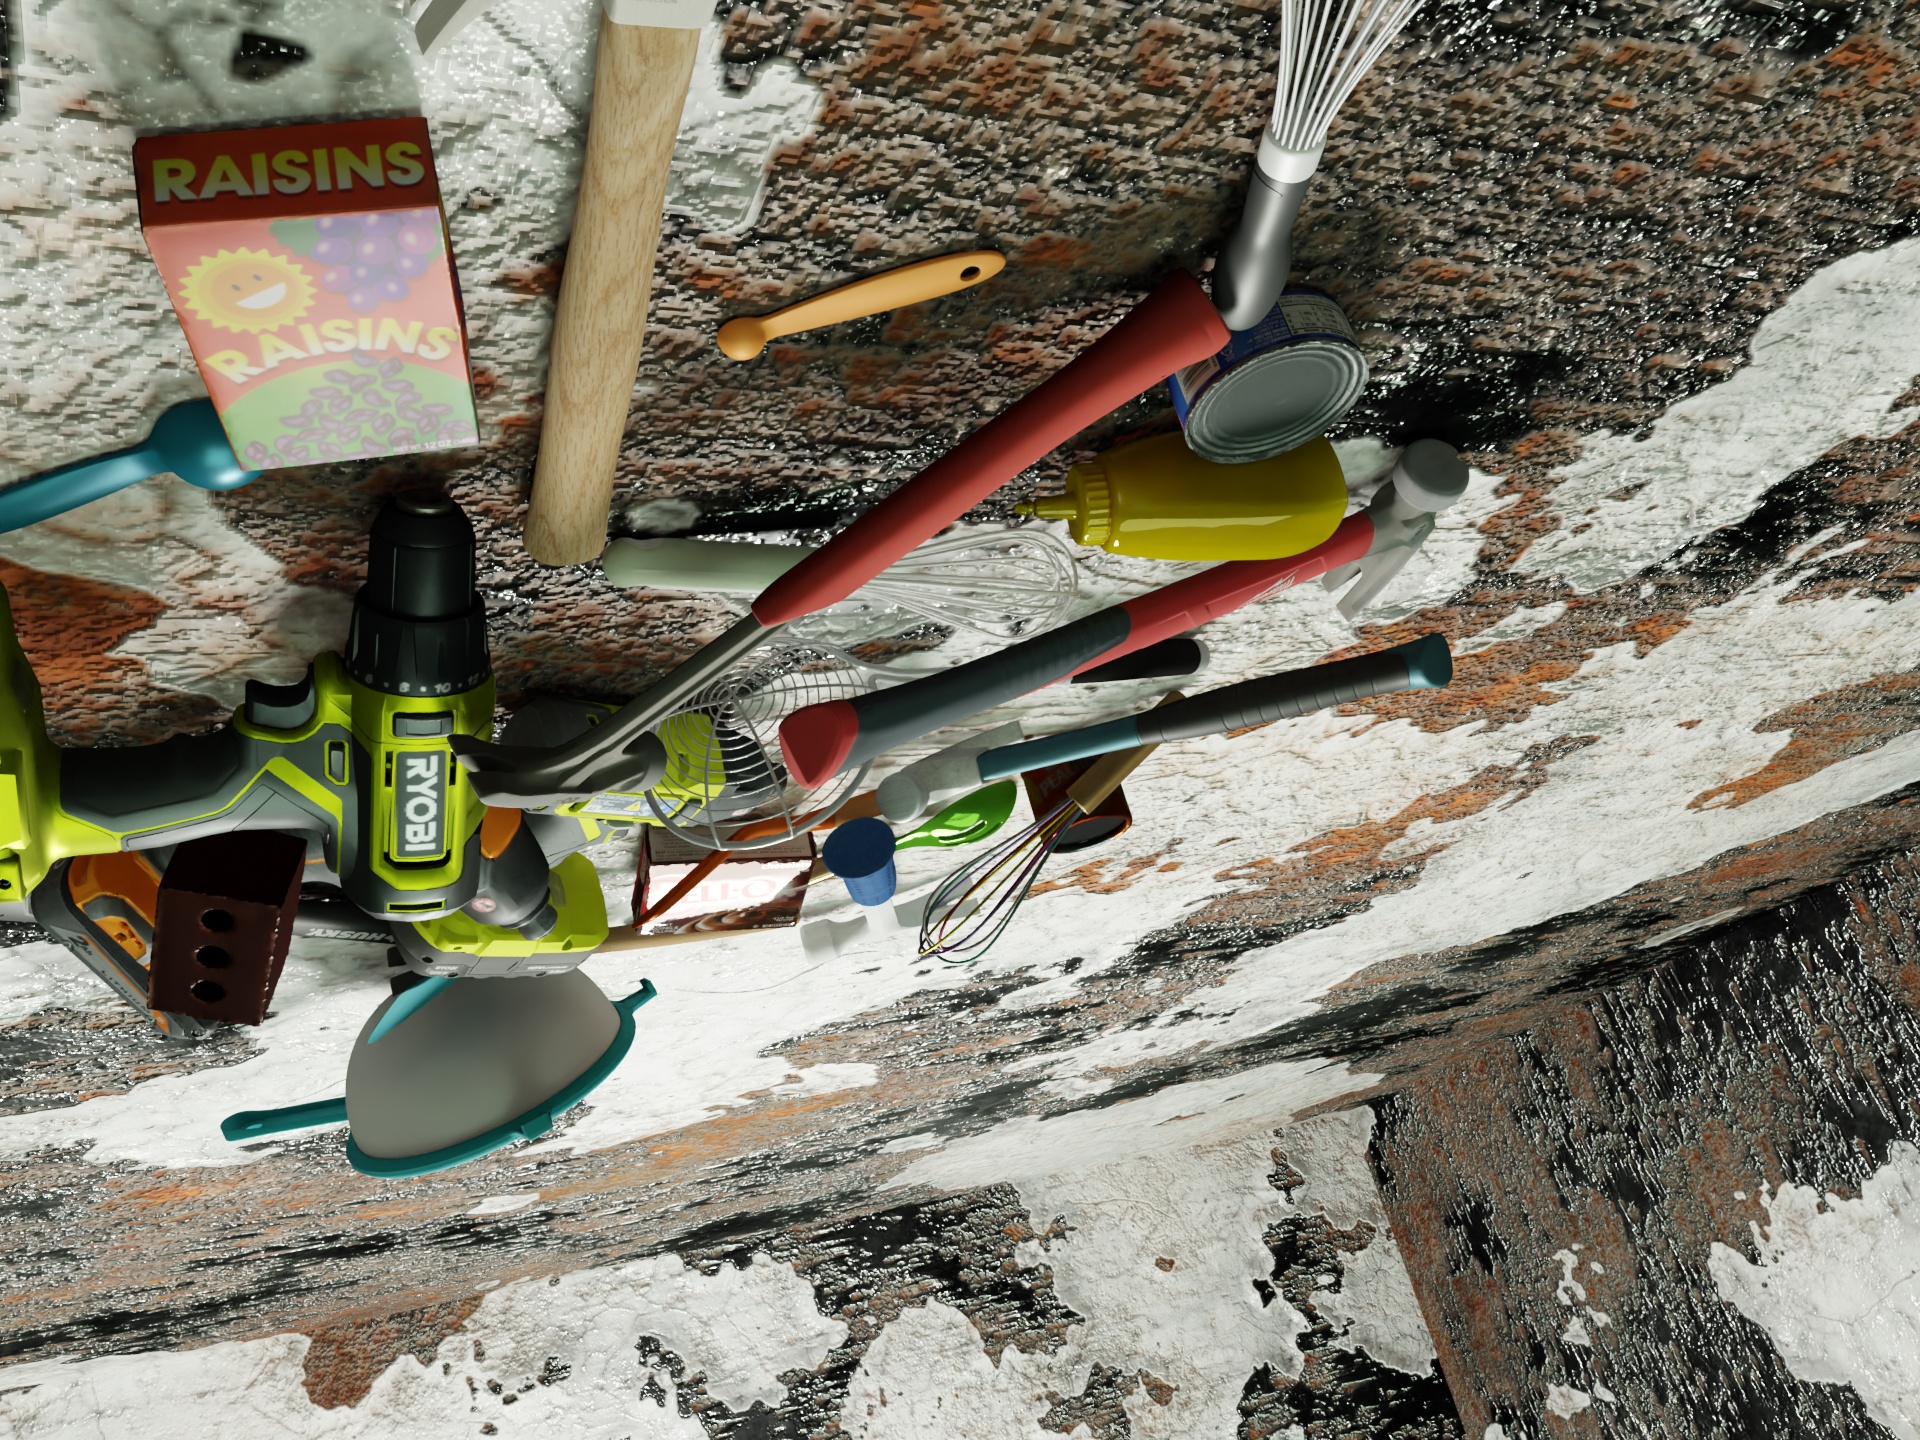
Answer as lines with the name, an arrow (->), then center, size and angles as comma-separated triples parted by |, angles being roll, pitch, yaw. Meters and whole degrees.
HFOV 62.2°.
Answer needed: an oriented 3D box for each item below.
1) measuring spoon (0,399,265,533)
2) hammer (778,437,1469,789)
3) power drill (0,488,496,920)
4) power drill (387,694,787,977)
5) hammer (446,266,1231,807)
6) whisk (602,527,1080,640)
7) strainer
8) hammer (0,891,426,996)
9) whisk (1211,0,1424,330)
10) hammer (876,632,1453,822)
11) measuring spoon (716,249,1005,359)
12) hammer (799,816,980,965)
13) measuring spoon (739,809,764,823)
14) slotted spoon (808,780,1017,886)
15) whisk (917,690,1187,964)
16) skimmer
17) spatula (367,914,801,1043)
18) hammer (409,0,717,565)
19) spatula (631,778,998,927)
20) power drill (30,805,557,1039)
measuring spoon -> -0.316, -0.084, 0.591 | 0.128, 0.021, 0.042 | -19, 156, 3
hammer -> 0.085, -0.042, 0.826 | 0.386, 0.038, 0.143 | -22, 160, -22
power drill -> -0.307, -0.005, 0.653 | 0.228, 0.080, 0.190 | -1, 118, -24
power drill -> -0.220, 0.069, 0.929 | 0.171, 0.080, 0.223 | 9, 143, -45
hammer -> -0.046, -0.072, 0.676 | 0.359, 0.037, 0.149 | -35, 170, 11
whisk -> -0.050, -0.070, 0.770 | 0.246, 0.058, 0.059 | 1, 108, -25
strainer -> -0.401, 0.233, 1.129 | 0.340, 0.095, 0.211 | -14, -164, 17
hammer -> -0.422, 0.118, 0.954 | 0.146, 0.035, 0.334 | -32, 152, 30
whisk -> 0.120, -0.220, 0.545 | 0.070, 0.070, 0.284 | -13, 161, -7
hammer -> 0.120, 0.002, 0.937 | 0.331, 0.033, 0.128 | -14, -175, 20
measuring spoon -> -0.038, -0.160, 0.618 | 0.117, 0.011, 0.021 | -16, 156, 0
hammer -> -0.054, 0.117, 1.093 | 0.144, 0.035, 0.405 | -16, 167, -5
measuring spoon -> -0.153, 0.090, 1.098 | 0.034, 0.018, 0.124 | -1, 146, -21
slotted spoon -> -0.103, 0.109, 1.153 | 0.314, 0.031, 0.070 | -20, 159, 11
whisk -> 0.062, 0.071, 1.049 | 0.245, 0.051, 0.047 | -44, 158, 0
skimmer -> -0.001, -0.003, 0.889 | 0.363, 0.127, 0.090 | -6, 131, -40
spatula -> -0.240, 0.160, 1.078 | 0.317, 0.044, 0.082 | -3, 149, -39
hammer -> -0.125, -0.153, 0.553 | 0.130, 0.031, 0.331 | -6, 155, -23
spatula -> -0.058, 0.064, 1.019 | 0.322, 0.041, 0.081 | -16, 176, -20
power drill -> -0.325, 0.080, 0.806 | 0.226, 0.084, 0.164 | -23, 122, 14
